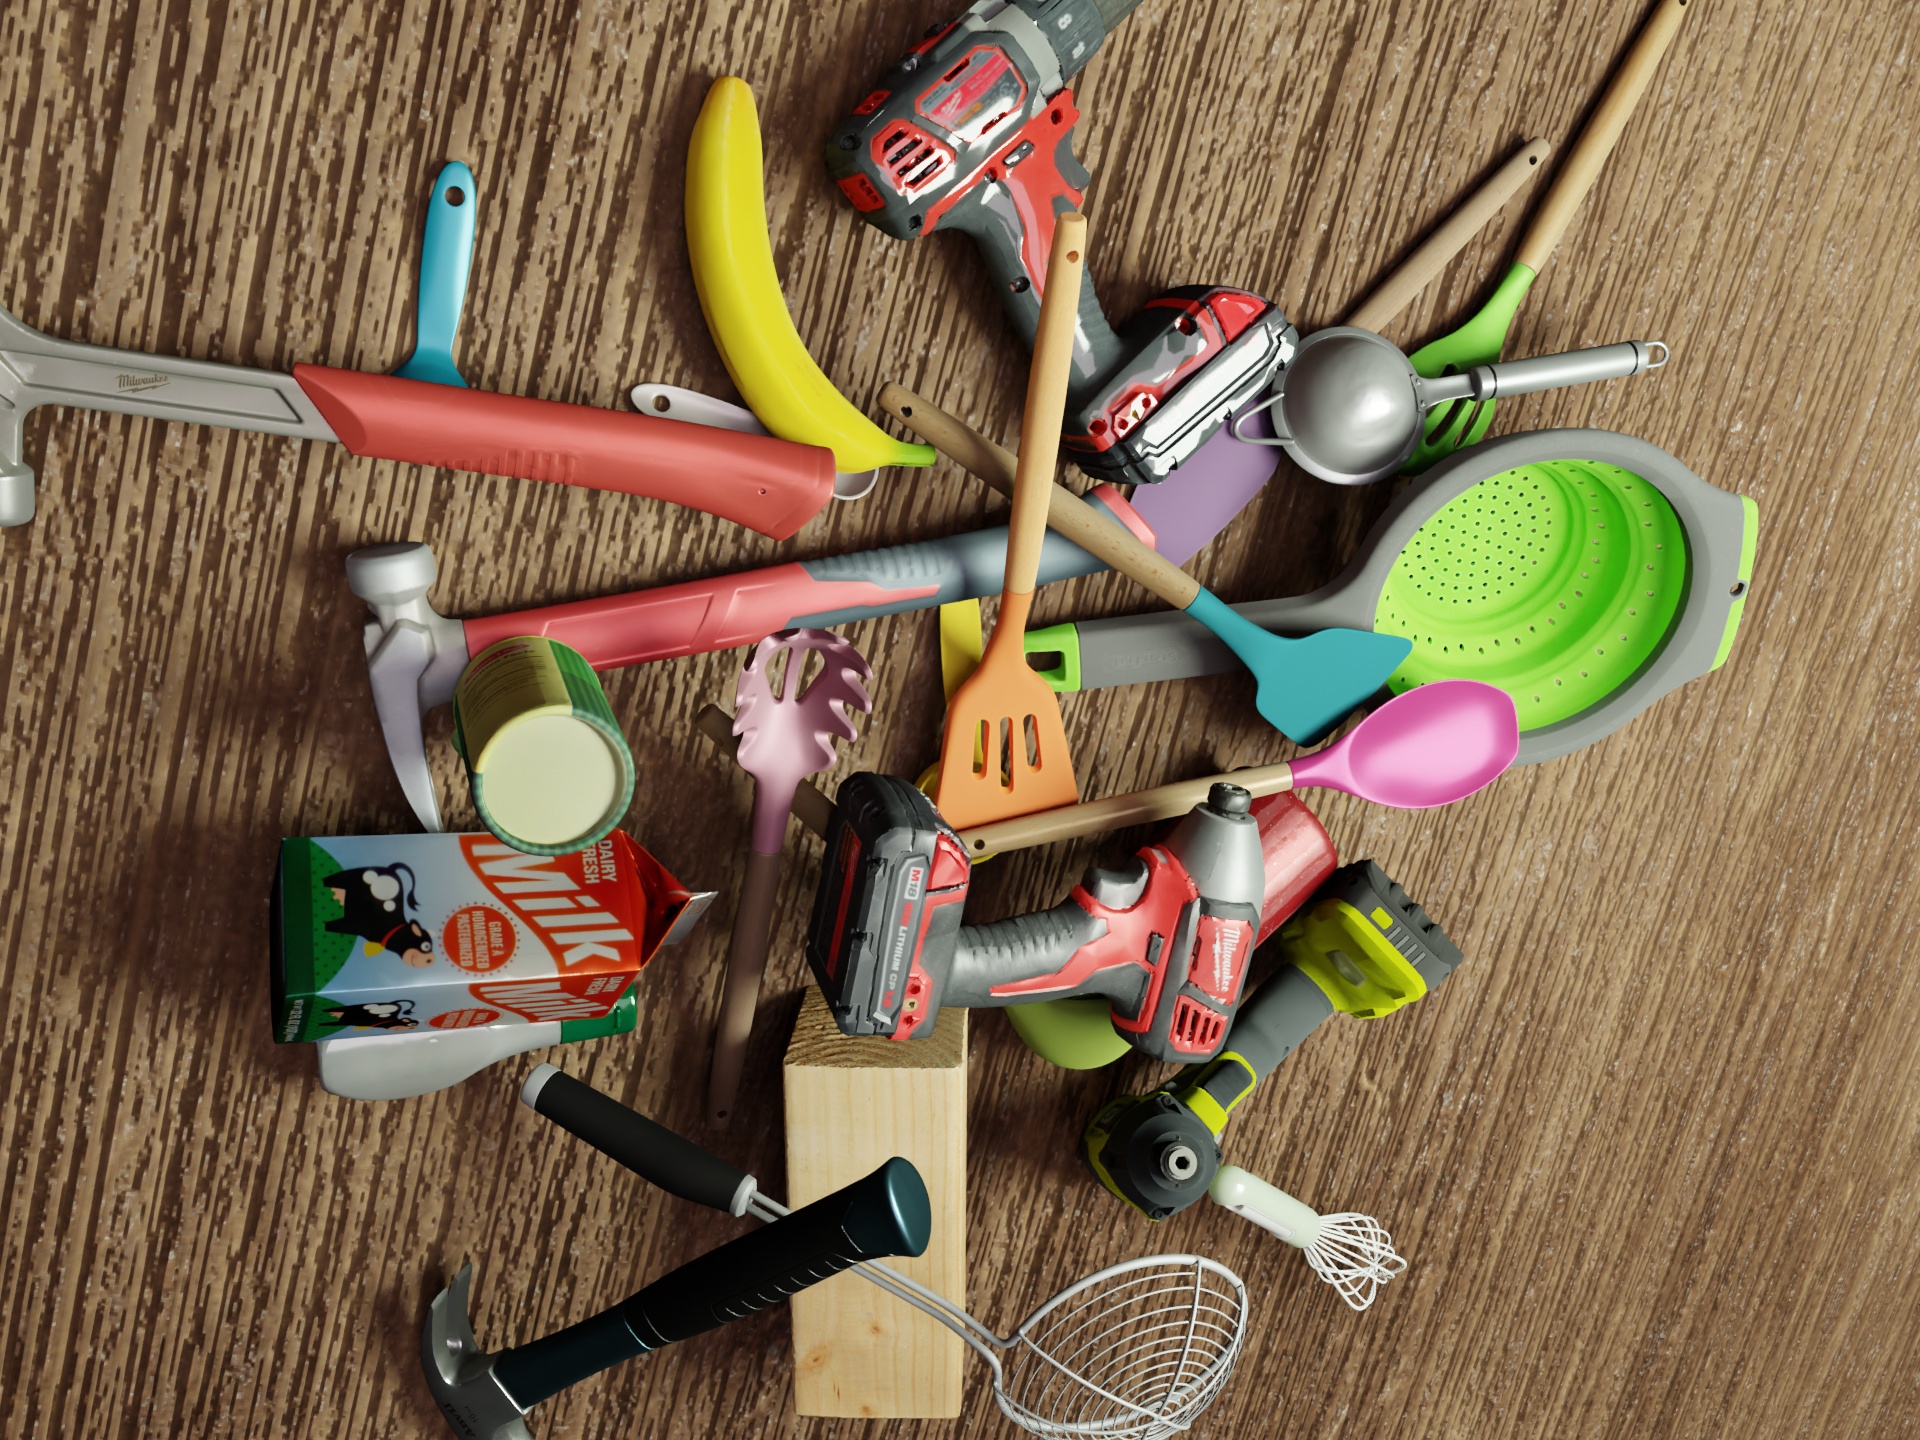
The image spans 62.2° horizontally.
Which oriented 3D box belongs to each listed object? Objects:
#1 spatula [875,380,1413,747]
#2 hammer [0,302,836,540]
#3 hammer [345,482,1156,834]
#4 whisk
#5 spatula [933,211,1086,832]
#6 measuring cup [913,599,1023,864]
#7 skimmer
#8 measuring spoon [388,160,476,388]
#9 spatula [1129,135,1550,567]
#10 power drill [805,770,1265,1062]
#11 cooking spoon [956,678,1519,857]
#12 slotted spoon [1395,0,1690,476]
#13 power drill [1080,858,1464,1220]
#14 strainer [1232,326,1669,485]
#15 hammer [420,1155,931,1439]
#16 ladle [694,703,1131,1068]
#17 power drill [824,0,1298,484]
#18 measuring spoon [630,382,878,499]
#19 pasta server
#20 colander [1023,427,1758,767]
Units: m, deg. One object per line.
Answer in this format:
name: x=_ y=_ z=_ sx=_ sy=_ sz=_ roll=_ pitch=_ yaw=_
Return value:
spatula: x=0.091 y=-0.079 z=0.791 sx=0.317 sy=0.044 sz=0.082 roll=32 pitch=116 yaw=-18
hammer: x=-0.229 y=-0.135 z=0.673 sx=0.359 sy=0.037 sz=0.149 roll=6 pitch=110 yaw=-17
hammer: x=-0.084 y=-0.044 z=0.777 sx=0.386 sy=0.038 sz=0.143 roll=-12 pitch=111 yaw=-17
whisk: x=0.210 y=0.310 z=0.964 sx=0.246 sy=0.058 sz=0.059 roll=39 pitch=54 yaw=-45
spatula: x=0.033 y=-0.078 z=0.746 sx=0.081 sy=0.041 sz=0.322 roll=-6 pitch=132 yaw=-15
measuring cup: x=-0.001 y=-0.003 z=0.841 sx=0.062 sy=0.029 sz=0.156 roll=-3 pitch=94 yaw=-14
skimmer: x=-0.040 y=0.243 z=0.774 sx=0.363 sy=0.090 sz=0.127 roll=25 pitch=119 yaw=11
measuring spoon: x=-0.227 y=-0.178 z=0.693 sx=0.042 sy=0.021 sz=0.128 roll=6 pitch=105 yaw=-24
spatula: x=0.208 y=-0.207 z=0.865 sx=0.316 sy=0.018 sz=0.059 roll=-45 pitch=112 yaw=-4
power drill: x=0.046 y=0.091 z=0.776 sx=0.219 sy=0.079 sz=0.143 roll=7 pitch=106 yaw=-20
cooking spoon: x=0.149 y=0.034 z=0.844 sx=0.319 sy=0.017 sz=0.068 roll=-12 pitch=102 yaw=-9
slotted spoon: x=0.326 y=-0.276 z=0.889 sx=0.070 sy=0.031 sz=0.314 roll=29 pitch=92 yaw=-23
power drill: x=0.166 y=0.183 z=0.883 sx=0.223 sy=0.171 sz=0.080 roll=-42 pitch=83 yaw=-11
strainer: x=0.273 y=-0.182 z=0.855 sx=0.258 sy=0.050 sz=0.087 roll=-12 pitch=87 yaw=-14
hammer: x=-0.140 y=0.283 z=0.759 sx=0.331 sy=0.033 sz=0.128 roll=-33 pitch=97 yaw=28
ladle: x=-0.014 y=0.086 z=0.825 sx=0.320 sy=0.078 sz=0.062 roll=44 pitch=54 yaw=-27
power drill: x=0.067 y=-0.248 z=0.766 sx=0.188 sy=0.080 sz=0.226 roll=-44 pitch=113 yaw=-6
measuring spoon: x=-0.099 y=-0.136 z=0.765 sx=0.124 sy=0.018 sz=0.034 roll=16 pitch=81 yaw=-19
pasta server: x=-0.097 y=0.087 z=0.769 sx=0.060 sy=0.040 sz=0.316 roll=3 pitch=121 yaw=-17
colander: x=0.220 y=-0.072 z=0.878 sx=0.397 sy=0.095 sz=0.204 roll=-6 pitch=123 yaw=-2
